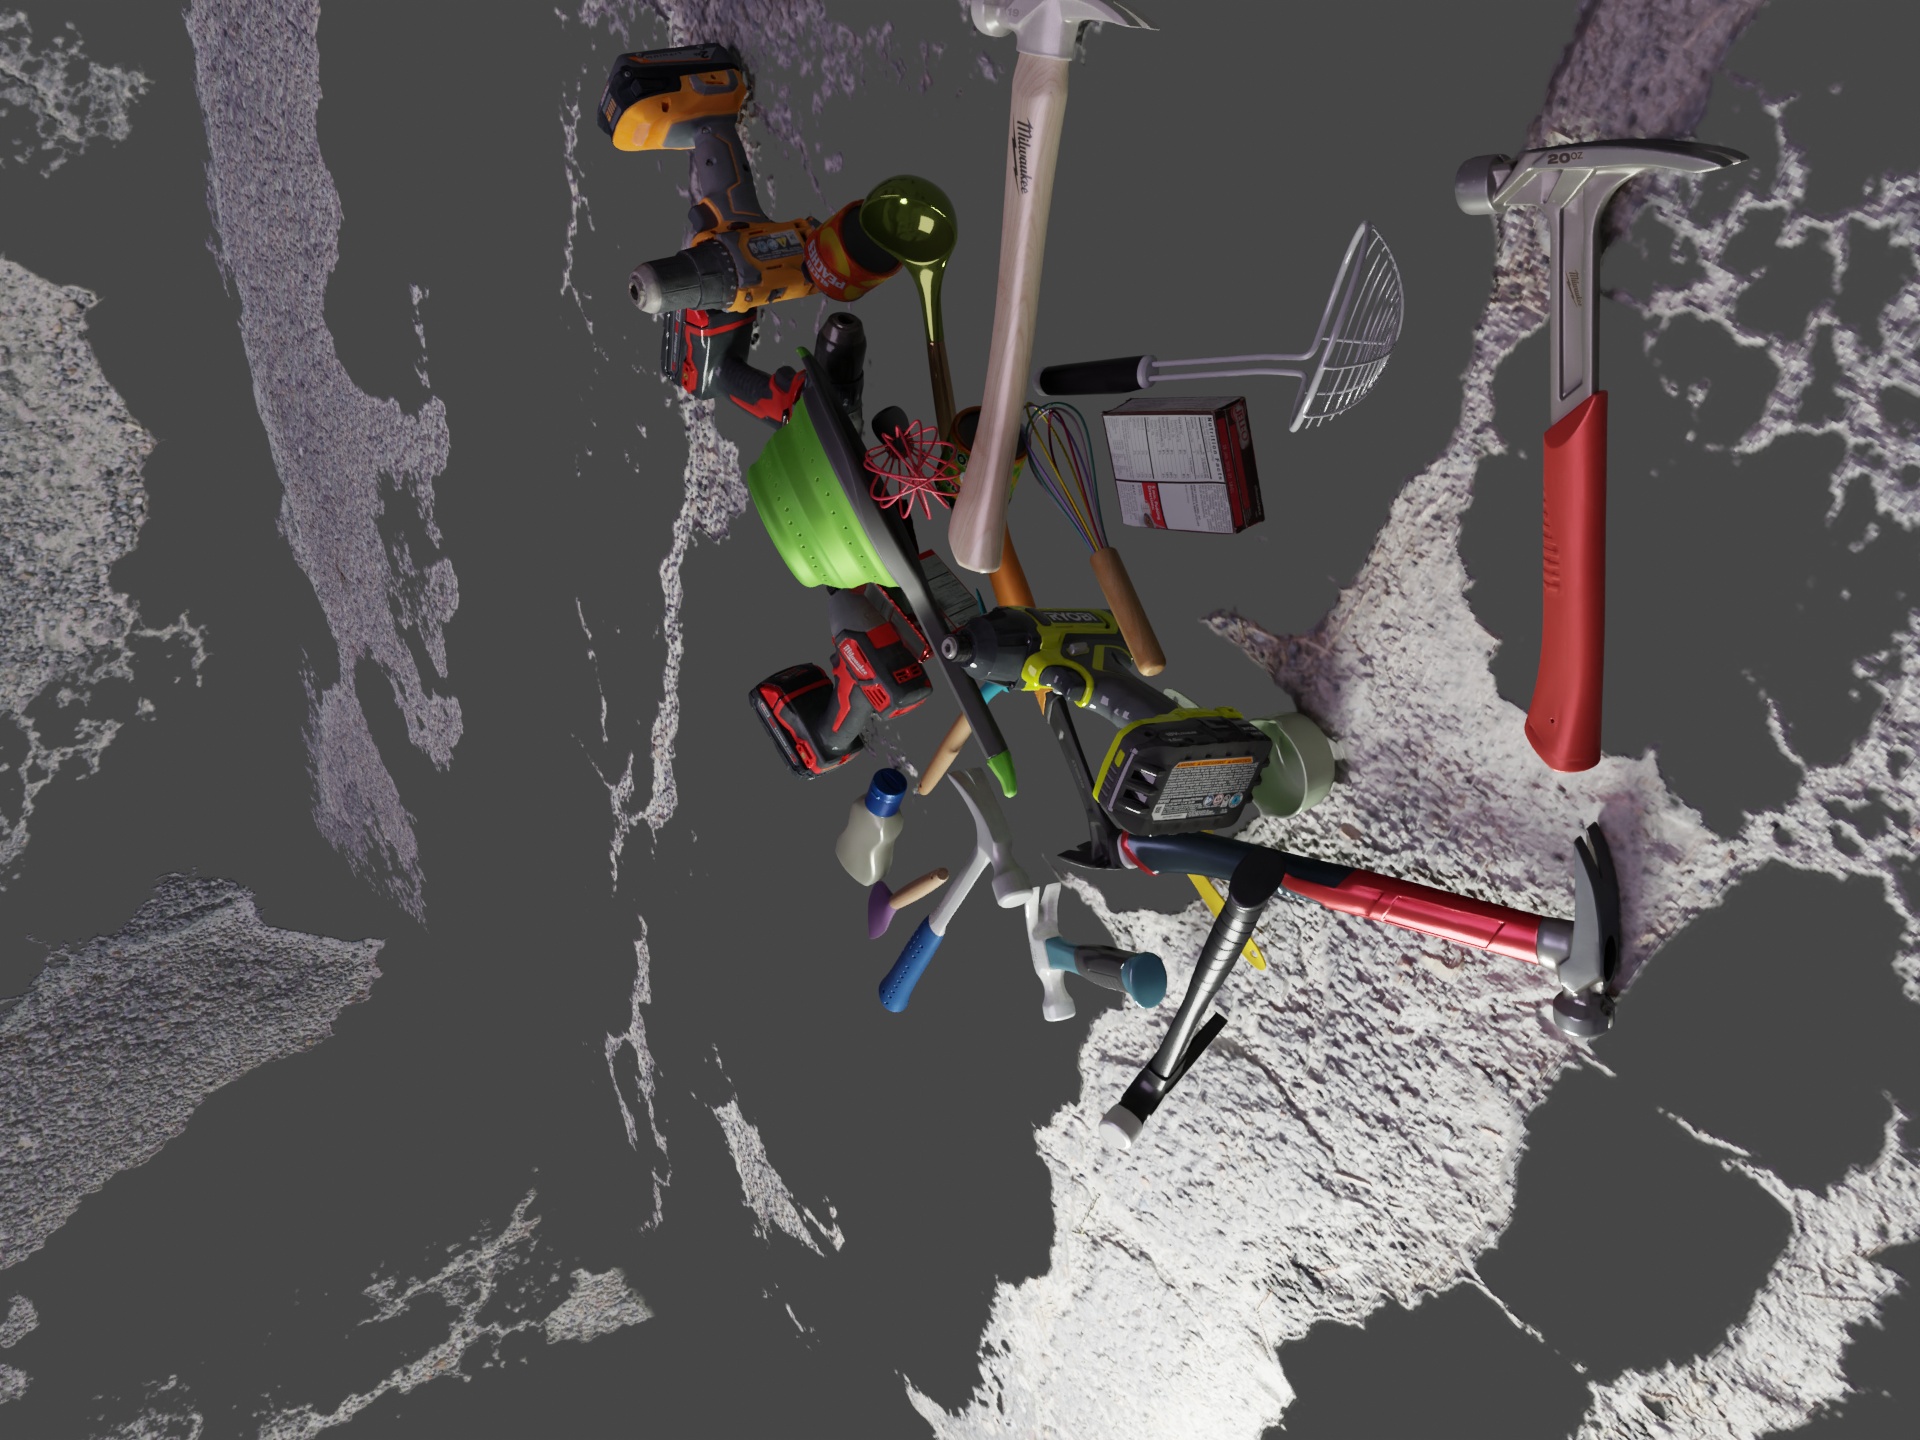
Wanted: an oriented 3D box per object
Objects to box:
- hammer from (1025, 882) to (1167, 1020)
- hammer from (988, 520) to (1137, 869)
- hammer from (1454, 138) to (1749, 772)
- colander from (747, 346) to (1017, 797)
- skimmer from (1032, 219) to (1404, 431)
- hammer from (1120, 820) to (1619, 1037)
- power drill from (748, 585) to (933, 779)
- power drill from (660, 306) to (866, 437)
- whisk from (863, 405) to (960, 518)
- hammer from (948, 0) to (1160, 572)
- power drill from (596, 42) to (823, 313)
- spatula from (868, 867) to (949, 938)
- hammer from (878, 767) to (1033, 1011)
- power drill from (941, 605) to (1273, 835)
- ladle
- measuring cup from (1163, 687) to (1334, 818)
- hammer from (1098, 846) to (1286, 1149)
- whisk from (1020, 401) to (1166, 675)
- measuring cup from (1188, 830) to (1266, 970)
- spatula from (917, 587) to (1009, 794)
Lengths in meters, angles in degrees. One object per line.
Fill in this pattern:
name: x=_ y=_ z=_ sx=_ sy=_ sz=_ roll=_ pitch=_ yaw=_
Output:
hammer: x=0.110 y=0.205 z=1.342 sx=0.331 sy=0.033 sz=0.128 roll=159 pitch=99 yaw=-78
hammer: x=0.068 y=-0.035 z=1.330 sx=0.127 sy=0.034 sz=0.337 roll=-10 pitch=101 yaw=69
hammer: x=0.353 y=-0.135 z=0.891 sx=0.149 sy=0.036 sz=0.358 roll=18 pitch=125 yaw=47
colander: x=-0.075 y=-0.103 z=1.297 sx=0.397 sy=0.094 sz=0.204 roll=64 pitch=-176 yaw=1
skimmer: x=0.145 y=-0.247 z=1.047 sx=0.363 sy=0.090 sz=0.127 roll=12 pitch=81 yaw=54
hammer: x=0.272 y=0.106 z=1.132 sx=0.386 sy=0.038 sz=0.143 roll=12 pitch=120 yaw=44
power drill: x=-0.120 y=-0.040 z=1.559 sx=0.143 sy=0.078 sz=0.219 roll=59 pitch=143 yaw=7
power drill: x=-0.169 y=-0.325 z=1.434 sx=0.227 sy=0.080 sz=0.187 roll=43 pitch=141 yaw=23
whisk: x=-0.045 y=-0.213 z=1.249 sx=0.296 sy=0.073 sz=0.073 roll=-110 pitch=8 yaw=-69
hammer: x=0.046 y=-0.298 z=1.131 sx=0.146 sy=0.038 sz=0.410 roll=30 pitch=124 yaw=39
power drill: x=-0.226 y=-0.444 z=1.334 sx=0.226 sy=0.185 sz=0.084 roll=63 pitch=148 yaw=6
spatula: x=-0.059 y=0.177 z=1.607 sx=0.316 sy=0.018 sz=0.060 roll=139 pitch=130 yaw=-69
hammer: x=-0.021 y=0.194 z=1.594 sx=0.405 sy=0.035 sz=0.144 roll=118 pitch=138 yaw=-55
power drill: x=0.102 y=-0.011 z=1.159 sx=0.223 sy=0.171 sz=0.080 roll=44 pitch=125 yaw=41
ladle: x=-0.021 y=-0.277 z=1.284 sx=0.078 sy=0.062 sz=0.320 roll=5 pitch=122 yaw=24
measuring cup: x=0.214 y=0.010 z=1.183 sx=0.168 sy=0.038 sz=0.083 roll=40 pitch=139 yaw=48
hammer: x=0.188 y=0.201 z=1.214 sx=0.035 sy=0.146 sz=0.334 roll=35 pitch=143 yaw=18
whisk: x=0.100 y=-0.140 z=1.175 sx=0.047 sy=0.051 sz=0.245 roll=82 pitch=168 yaw=-66
measuring cup: x=0.205 y=0.129 z=1.276 sx=0.156 sy=0.029 sz=0.062 roll=56 pitch=146 yaw=6
spatula: x=-0.002 y=-0.005 z=1.436 sx=0.317 sy=0.044 sz=0.082 roll=121 pitch=140 yaw=-57
